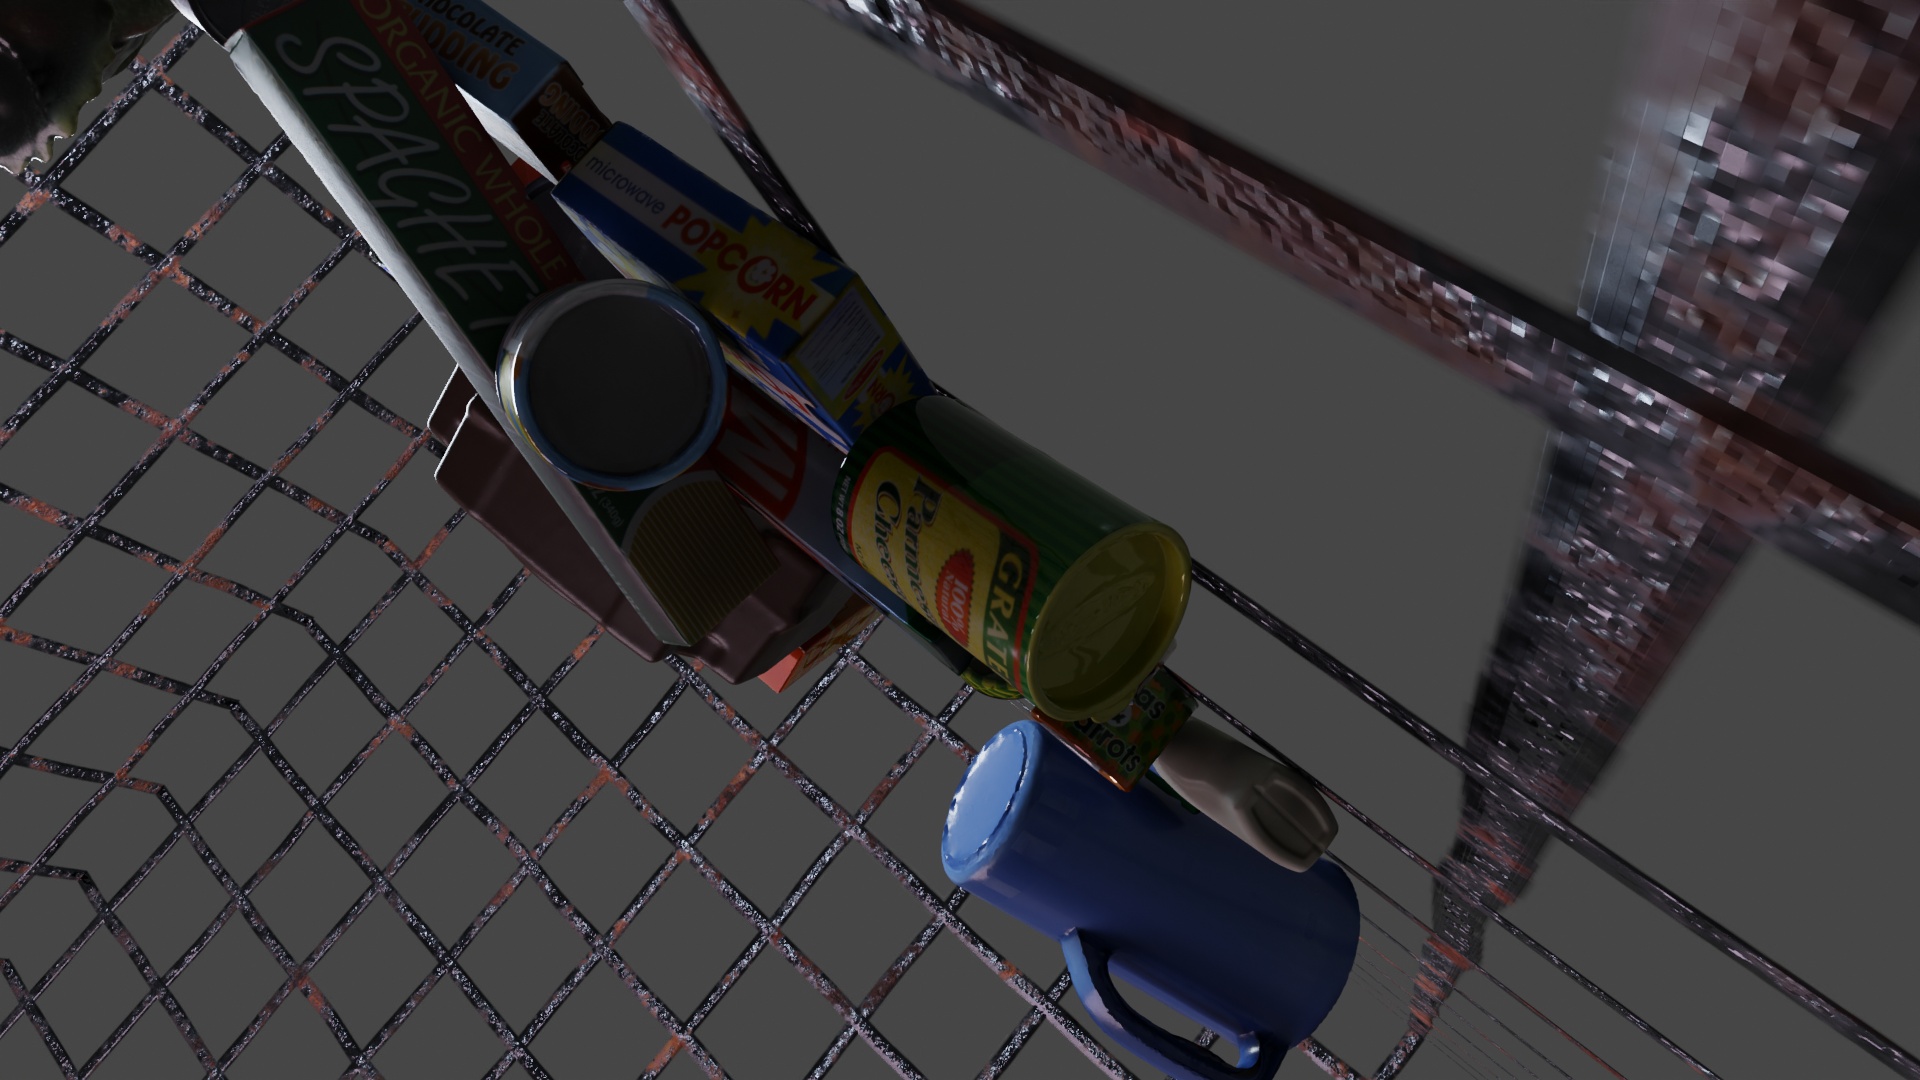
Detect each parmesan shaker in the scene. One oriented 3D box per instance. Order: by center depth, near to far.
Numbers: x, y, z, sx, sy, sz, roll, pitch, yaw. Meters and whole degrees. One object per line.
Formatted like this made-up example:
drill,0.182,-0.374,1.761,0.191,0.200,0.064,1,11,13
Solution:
parmesan shaker,0.013,0.005,0.442,0.103,0.071,0.071,34,172,41

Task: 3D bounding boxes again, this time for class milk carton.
milk carton,-0.055,-0.036,0.554,0.191,0.072,0.073,39,173,17

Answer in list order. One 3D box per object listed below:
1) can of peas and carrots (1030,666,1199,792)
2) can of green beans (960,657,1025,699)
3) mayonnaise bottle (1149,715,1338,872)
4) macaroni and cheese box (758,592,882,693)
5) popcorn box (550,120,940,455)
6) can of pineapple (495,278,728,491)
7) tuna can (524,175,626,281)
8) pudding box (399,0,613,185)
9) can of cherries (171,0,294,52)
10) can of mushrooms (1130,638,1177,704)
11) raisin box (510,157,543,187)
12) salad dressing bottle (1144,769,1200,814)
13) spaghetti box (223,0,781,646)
can of peas and carrots,0.078,0.086,0.709,0.071,0.059,0.071,39,174,5
can of green beans,0.024,0.048,0.721,0.071,0.071,0.057,39,173,10
mayonnaise bottle,0.133,0.121,0.724,0.064,0.041,0.148,44,174,-19
macaroni and cheese box,-0.097,0.003,0.818,0.124,0.040,0.167,38,-145,10
popcorn box,-0.073,-0.083,0.480,0.127,0.038,0.085,37,172,28
can of pineapple,-0.112,-0.050,0.448,0.071,0.071,0.058,42,172,-23
tuna can,-0.161,-0.124,0.603,0.071,0.071,0.033,40,174,-3
pudding box,-0.164,-0.163,0.487,0.084,0.030,0.049,38,173,18
can of cherries,-0.284,-0.230,0.565,0.058,0.071,0.071,34,172,42
can of mushrooms,0.057,0.037,0.593,0.071,0.033,0.071,39,174,5
raisin box,-0.214,-0.160,0.790,0.086,0.040,0.123,39,175,-2
salad dressing bottle,0.093,0.106,0.838,0.148,0.044,0.064,36,179,25
spaghetti box,-0.150,-0.072,0.483,0.028,0.050,0.249,1,128,53
